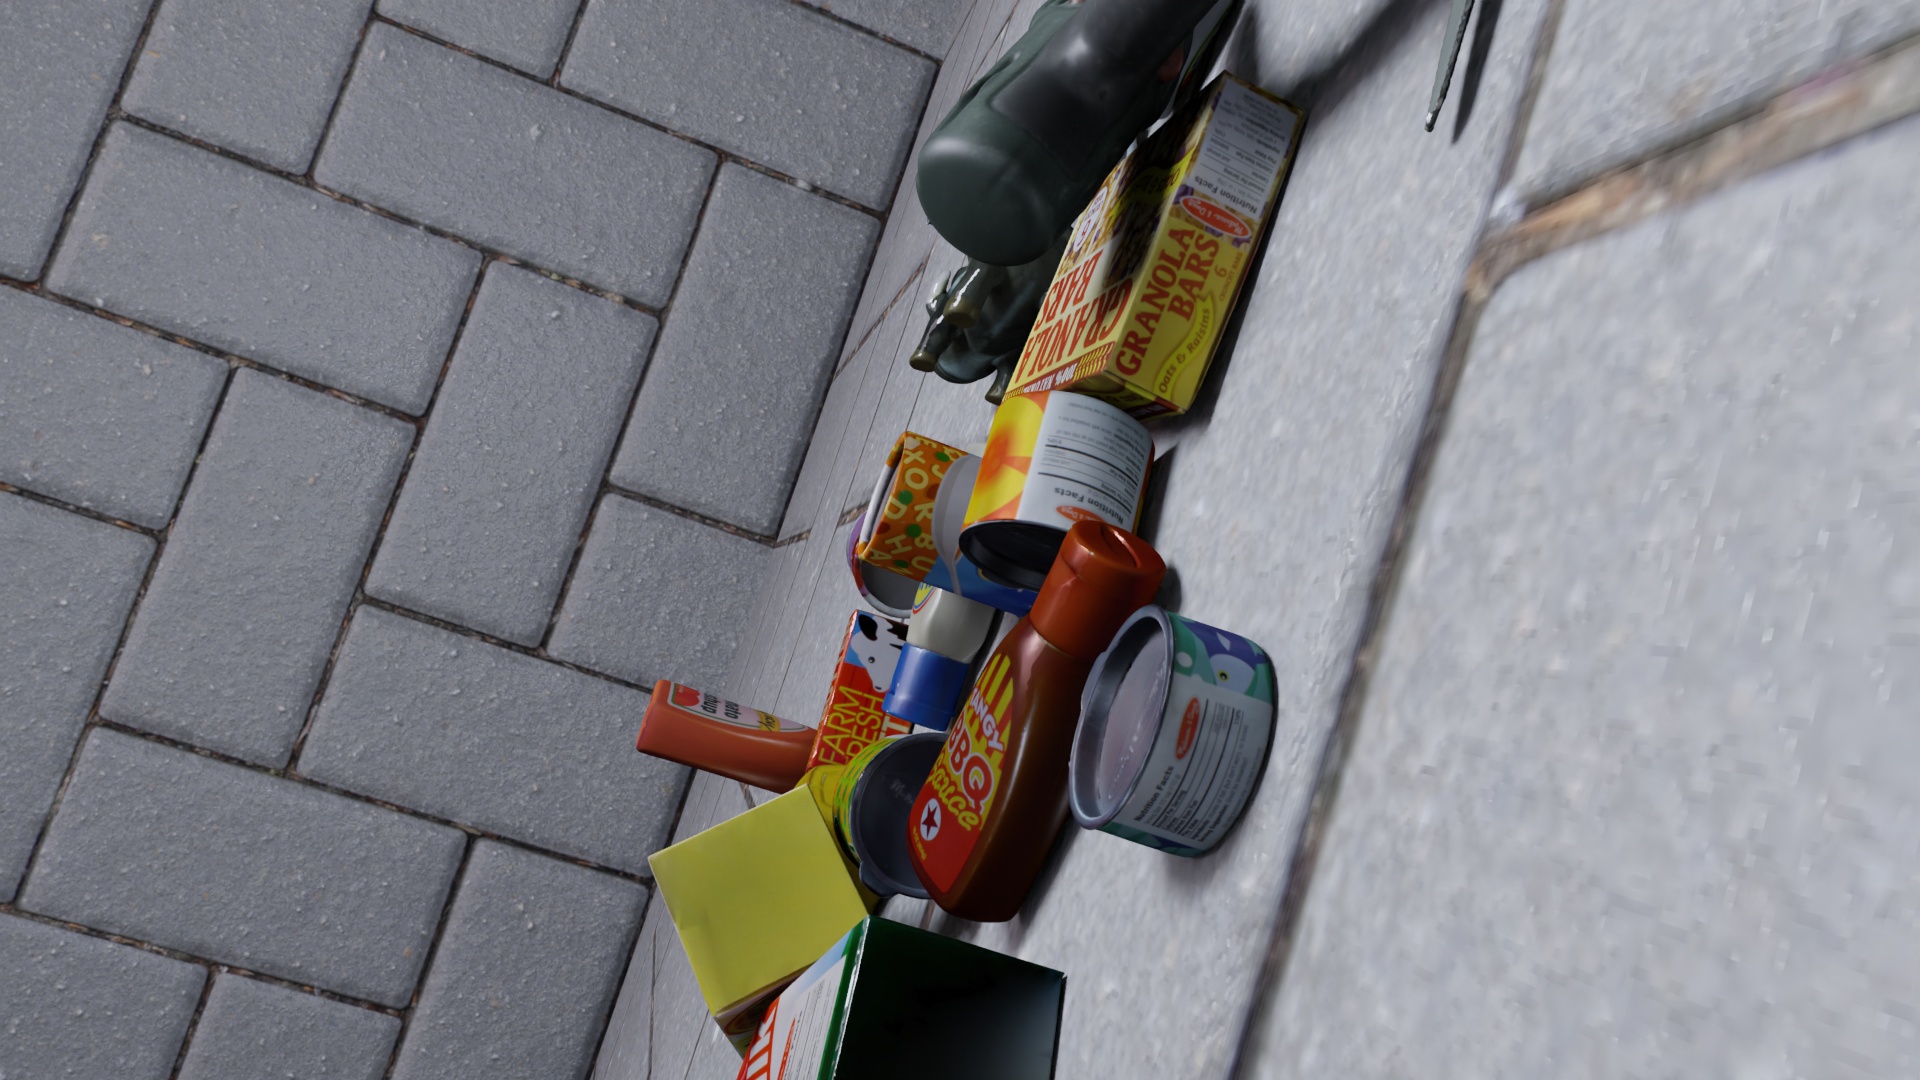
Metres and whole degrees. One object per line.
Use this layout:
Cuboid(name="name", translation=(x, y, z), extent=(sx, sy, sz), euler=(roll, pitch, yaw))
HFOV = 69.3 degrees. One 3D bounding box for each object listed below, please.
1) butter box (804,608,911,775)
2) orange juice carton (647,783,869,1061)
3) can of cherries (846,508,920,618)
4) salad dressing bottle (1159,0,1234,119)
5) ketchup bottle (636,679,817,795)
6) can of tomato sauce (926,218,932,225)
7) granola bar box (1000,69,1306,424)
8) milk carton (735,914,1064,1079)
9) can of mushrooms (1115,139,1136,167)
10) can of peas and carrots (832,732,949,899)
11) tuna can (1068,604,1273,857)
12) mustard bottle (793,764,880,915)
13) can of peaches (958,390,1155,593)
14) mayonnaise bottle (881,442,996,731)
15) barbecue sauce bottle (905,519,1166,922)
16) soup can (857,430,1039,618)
Cuboid(name="butter box", translation=(-0.053, 0.097, 0.828), extent=(0.024, 0.053, 0.104), euler=(130, 157, -67))
Cuboid(name="orange juice carton", translation=(-0.084, 0.185, 0.638), extent=(0.072, 0.073, 0.191), euler=(61, 165, 23))
Cuboid(name="can of cherries", translation=(-0.035, 0.008, 0.856), extent=(0.058, 0.071, 0.071), euler=(-130, 60, -78))
Cuboid(name="salad dressing bottle", translation=(0.116, -0.274, 0.667), extent=(0.146, 0.044, 0.064), euler=(-58, 10, 45))
Cuboid(name="ketchup bottle", translation=(-0.120, 0.128, 0.848), extent=(0.065, 0.149, 0.043), euler=(-139, 69, -78))
Cuboid(name="can of tomato sauce", translation=(0.028, -0.223, 0.908), extent=(0.071, 0.083, 0.071), euler=(-158, 88, -80))
Cuboid(name="granola bar box", translation=(0.073, -0.107, 0.581), extent=(0.165, 0.039, 0.124), euler=(175, 118, -78))
Cuboid(name="milk carton", translation=(-0.036, 0.203, 0.500), extent=(0.189, 0.072, 0.074), euler=(126, 160, -53))
Cuboid(name="can of mushrooms", translation=(0.061, -0.219, 0.770), extent=(0.033, 0.071, 0.070), euler=(-99, 30, -66))
Cuboid(name="can of peas and carrots", translation=(-0.020, 0.116, 0.584), extent=(0.058, 0.071, 0.071), euler=(147, 141, -74))
Cuboid(name="tuna can", translation=(0.058, 0.054, 0.397), extent=(0.071, 0.033, 0.071), euler=(-158, 88, -79))
Cuboid(name="mustard bottle", translation=(-0.077, 0.190, 0.759), extent=(0.049, 0.065, 0.159), euler=(-92, 20, -53))
Cuboid(name="can of peaches", translation=(0.037, -0.017, 0.538), extent=(0.071, 0.071, 0.058), euler=(133, 154, -65))
Cuboid(name="mayonnaise bottle", translation=(0.000, 0.024, 0.722), extent=(0.064, 0.041, 0.148), euler=(180, 110, -77))
Cuboid(name="barbecue sauce bottle", translation=(0.027, 0.064, 0.503), extent=(0.148, 0.044, 0.065), euler=(-66, 27, 22))
Cuboid(name="soup can", translation=(0.002, -0.008, 0.652), extent=(0.071, 0.084, 0.071), euler=(-158, 88, -79))
